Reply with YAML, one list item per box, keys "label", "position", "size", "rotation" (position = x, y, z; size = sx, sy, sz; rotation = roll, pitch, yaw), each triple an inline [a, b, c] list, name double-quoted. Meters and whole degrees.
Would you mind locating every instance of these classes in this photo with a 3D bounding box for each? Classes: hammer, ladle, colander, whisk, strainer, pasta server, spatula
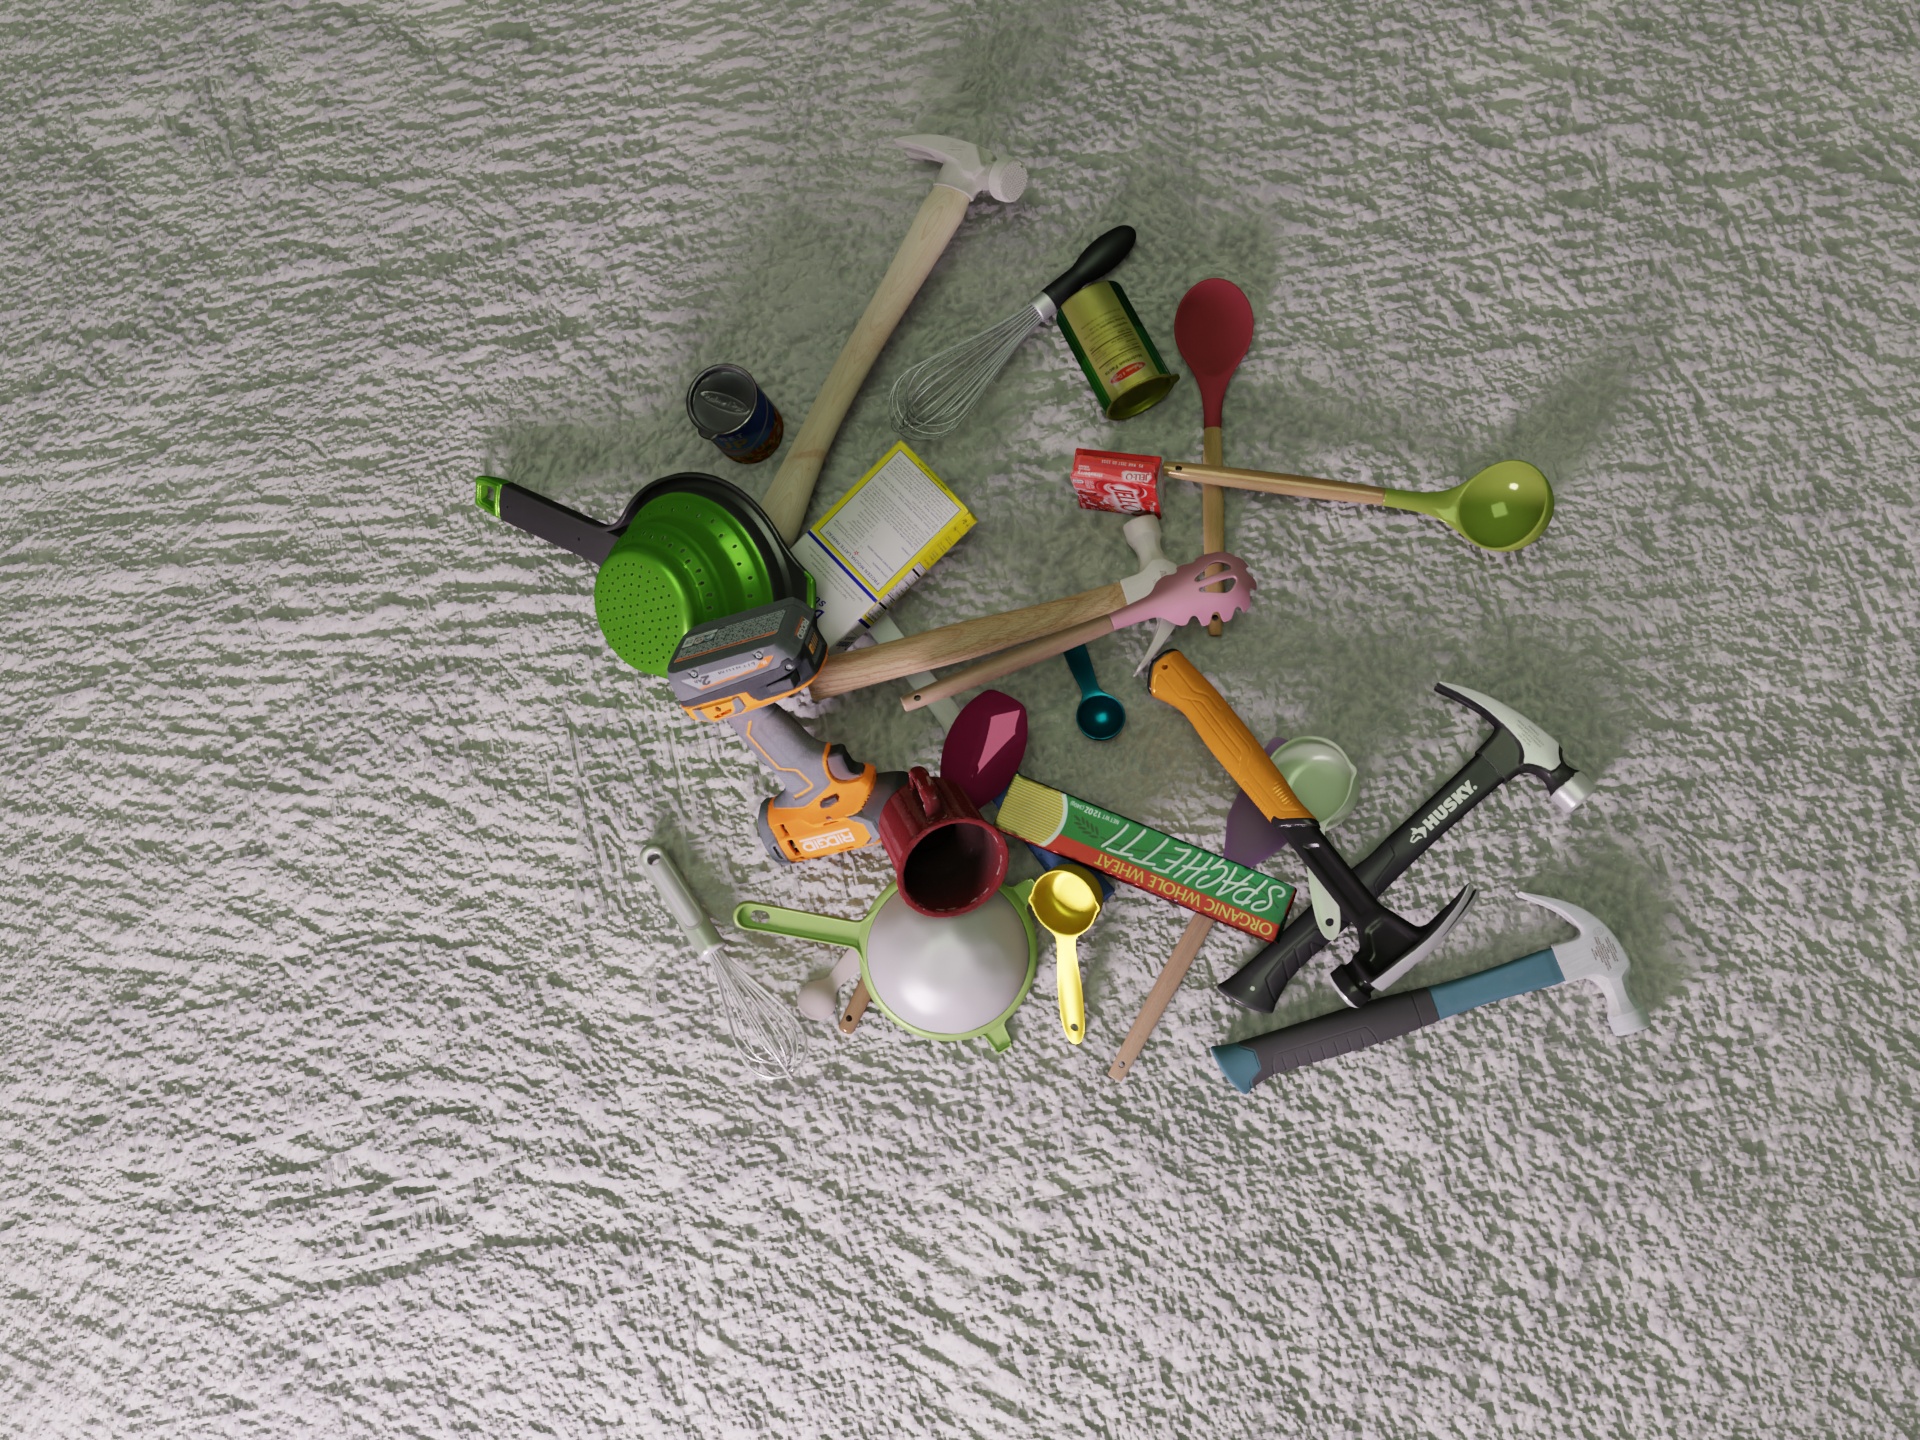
- label: "hammer"
  position: [-0.094, -0.340, 1.441]
  size: [0.146, 0.038, 0.410]
  rotation: [29, 91, 36]
- label: "hammer"
  position: [0.340, 0.114, 1.293]
  size: [0.335, 0.035, 0.146]
  rotation: [-43, 76, 1]
- label: "hammer"
  position: [0.030, -0.073, 1.351]
  size: [0.331, 0.031, 0.130]
  rotation: [-16, 77, -5]
- label: "ladle"
  position: [0.328, -0.194, 1.328]
  size: [0.320, 0.062, 0.078]
  rotation: [9, 81, 8]
- label: "hammer"
  position: [0.364, 0.231, 1.268]
  size: [0.331, 0.033, 0.128]
  rotation: [-19, 78, 6]
- label: "colander"
  position: [-0.310, -0.133, 1.390]
  size: [0.397, 0.094, 0.204]
  rotation: [24, 120, 25]
- label: "whisk"
  position: [0.049, -0.348, 1.419]
  size: [0.284, 0.070, 0.070]
  rotation: [-41, 76, -4]
- label: "ladle"
  position: [0.221, -0.228, 1.380]
  size: [0.069, 0.031, 0.315]
  rotation: [0, 82, 10]
- label: "strainer"
  position: [-0.062, 0.185, 1.302]
  size: [0.256, 0.069, 0.151]
  rotation: [11, 94, -1]
- label: "pasta server"
  position: [0.100, -0.069, 1.323]
  size: [0.316, 0.040, 0.060]
  rotation: [-22, 77, -2]
- label: "spatula"
  position: [0.207, 0.159, 1.317]
  size: [0.060, 0.018, 0.316]
  rotation: [30, 85, 12]
- label: "hammer"
  position: [0.258, 0.059, 1.261]
  size: [0.127, 0.034, 0.337]
  rotation: [-43, 56, 12]
- label: "hammer"
  position: [-0.002, -0.004, 1.375]
  size: [0.144, 0.035, 0.406]
  rotation: [-38, 76, 2]
- label: "whisk"
  position: [-0.209, 0.205, 1.370]
  size: [0.058, 0.059, 0.246]
  rotation: [-33, 71, -9]

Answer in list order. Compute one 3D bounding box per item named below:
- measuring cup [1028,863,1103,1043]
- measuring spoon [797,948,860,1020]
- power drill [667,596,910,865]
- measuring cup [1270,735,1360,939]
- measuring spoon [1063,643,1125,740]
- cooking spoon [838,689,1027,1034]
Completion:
- label: "measuring cup"
  position: [0.093, 0.191, 1.311]
  size: [0.062, 0.029, 0.156]
  rotation: [3, 109, 26]
- label: "measuring spoon"
  position: [-0.094, 0.206, 1.362]
  size: [0.034, 0.018, 0.124]
  rotation: [41, 88, 14]
- label: "power drill"
  position: [-0.121, 0.015, 1.303]
  size: [0.164, 0.226, 0.084]
  rotation: [-14, 33, 21]
- label: "measuring cup"
  position: [0.289, 0.096, 1.274]
  size: [0.083, 0.038, 0.168]
  rotation: [-15, 67, 26]
- label: "measuring spoon"
  position: [0.106, -0.038, 1.375]
  size: [0.042, 0.021, 0.129]
  rotation: [-18, 68, -3]
- label: "cooking spoon"
  position: [-0.029, 0.122, 1.342]
  size: [0.069, 0.017, 0.319]
  rotation: [27, 95, 17]
